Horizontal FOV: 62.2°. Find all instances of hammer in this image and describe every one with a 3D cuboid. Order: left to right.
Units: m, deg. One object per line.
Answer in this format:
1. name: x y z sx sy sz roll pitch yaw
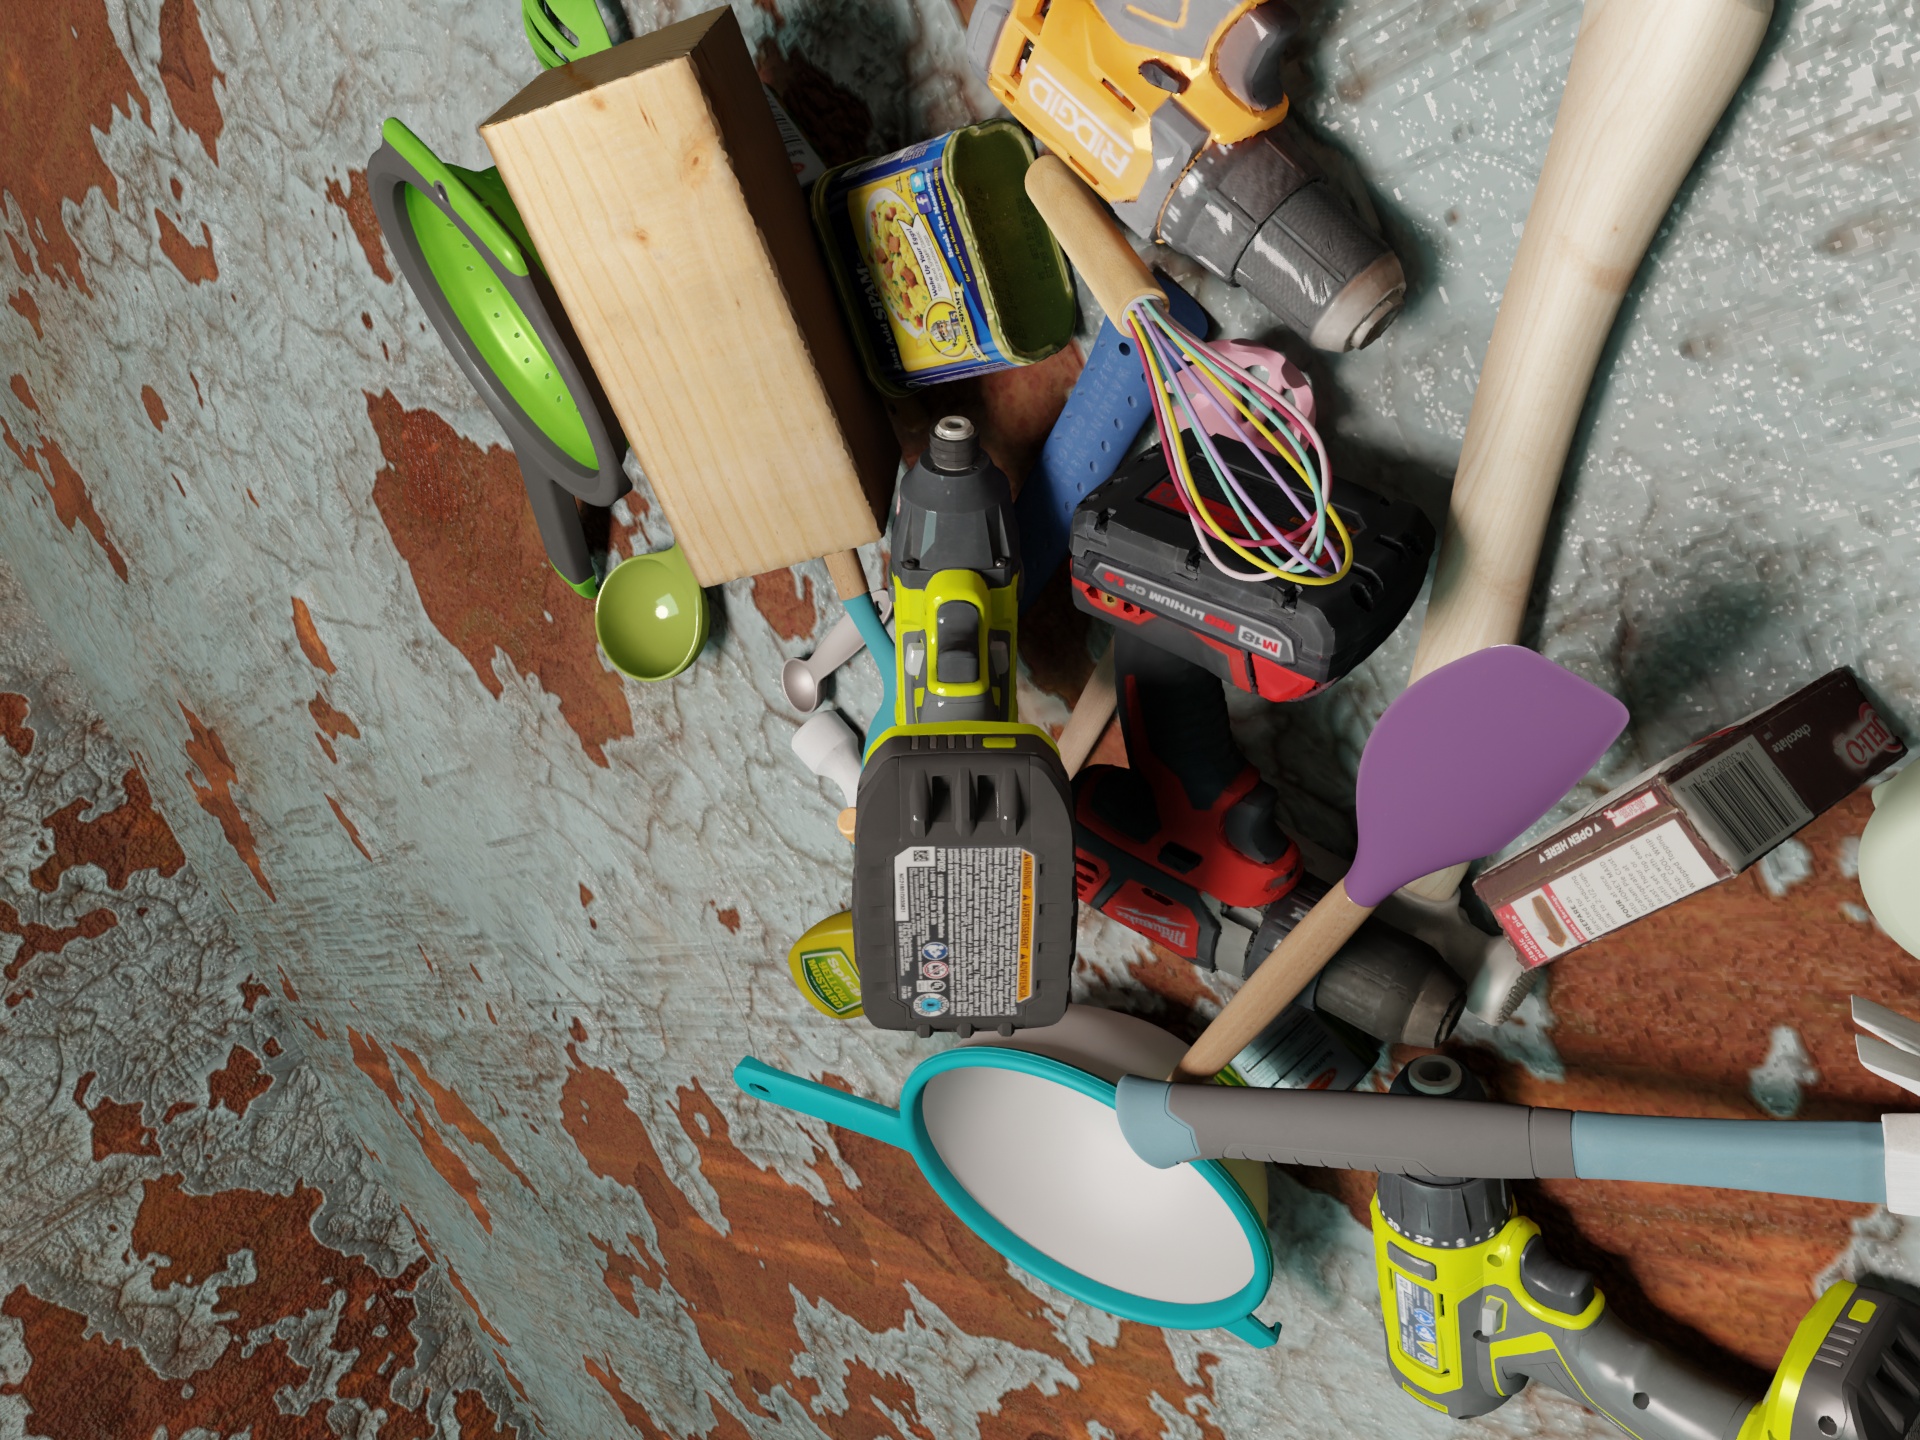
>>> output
1. hammer: 0.019 -0.046 0.773 0.144 0.035 0.405 47 143 13
2. hammer: 0.182 -0.068 0.570 0.146 0.038 0.410 32 137 32
3. hammer: 0.220 0.162 0.605 0.331 0.033 0.128 -3 120 26

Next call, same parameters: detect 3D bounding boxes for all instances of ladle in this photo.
1. ladle: -0.156 -0.118 0.865 0.078 0.062 0.320 51 152 13

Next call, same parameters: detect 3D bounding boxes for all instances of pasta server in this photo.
1. pasta server: 0.079 -0.047 0.702 0.060 0.040 0.316 41 143 13

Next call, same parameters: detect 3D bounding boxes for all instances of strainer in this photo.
1. strainer: 0.027 0.211 0.881 0.340 0.095 0.210 9 133 33

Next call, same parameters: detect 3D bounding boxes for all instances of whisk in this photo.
1. whisk: 0.070 -0.133 0.562 0.051 0.047 0.245 74 174 -52

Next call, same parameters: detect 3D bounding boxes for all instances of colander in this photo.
1. colander: -0.215 -0.189 0.904 0.205 0.094 0.396 47 161 14

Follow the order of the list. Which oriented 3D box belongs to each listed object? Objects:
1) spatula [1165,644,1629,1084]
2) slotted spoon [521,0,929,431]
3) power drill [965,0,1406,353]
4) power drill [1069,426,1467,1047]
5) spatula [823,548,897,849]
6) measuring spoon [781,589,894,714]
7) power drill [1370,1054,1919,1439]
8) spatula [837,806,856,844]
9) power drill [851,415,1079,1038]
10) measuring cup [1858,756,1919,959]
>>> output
1. spatula: 0.134 0.073 0.583 0.060 0.018 0.315 30 142 6
2. slotted spoon: -0.121 -0.258 0.779 0.314 0.031 0.070 49 149 8
3. power drill: 0.103 -0.239 0.495 0.185 0.084 0.226 47 147 11
4. power drill: 0.120 0.020 0.616 0.188 0.080 0.226 27 138 28
5. spatula: -0.068 -0.082 0.783 0.082 0.044 0.317 -4 109 54
6. measuring spoon: -0.065 -0.041 0.895 0.124 0.018 0.034 -40 75 47
7. power drill: 0.277 0.251 0.673 0.229 0.080 0.190 18 130 44
8. spatula: -0.004 0.106 0.814 0.081 0.041 0.322 30 171 26
9. power drill: -0.001 -0.002 0.638 0.080 0.223 0.171 -1 130 -1
10. measuring cup: 0.321 0.013 0.468 0.083 0.038 0.167 29 138 32
